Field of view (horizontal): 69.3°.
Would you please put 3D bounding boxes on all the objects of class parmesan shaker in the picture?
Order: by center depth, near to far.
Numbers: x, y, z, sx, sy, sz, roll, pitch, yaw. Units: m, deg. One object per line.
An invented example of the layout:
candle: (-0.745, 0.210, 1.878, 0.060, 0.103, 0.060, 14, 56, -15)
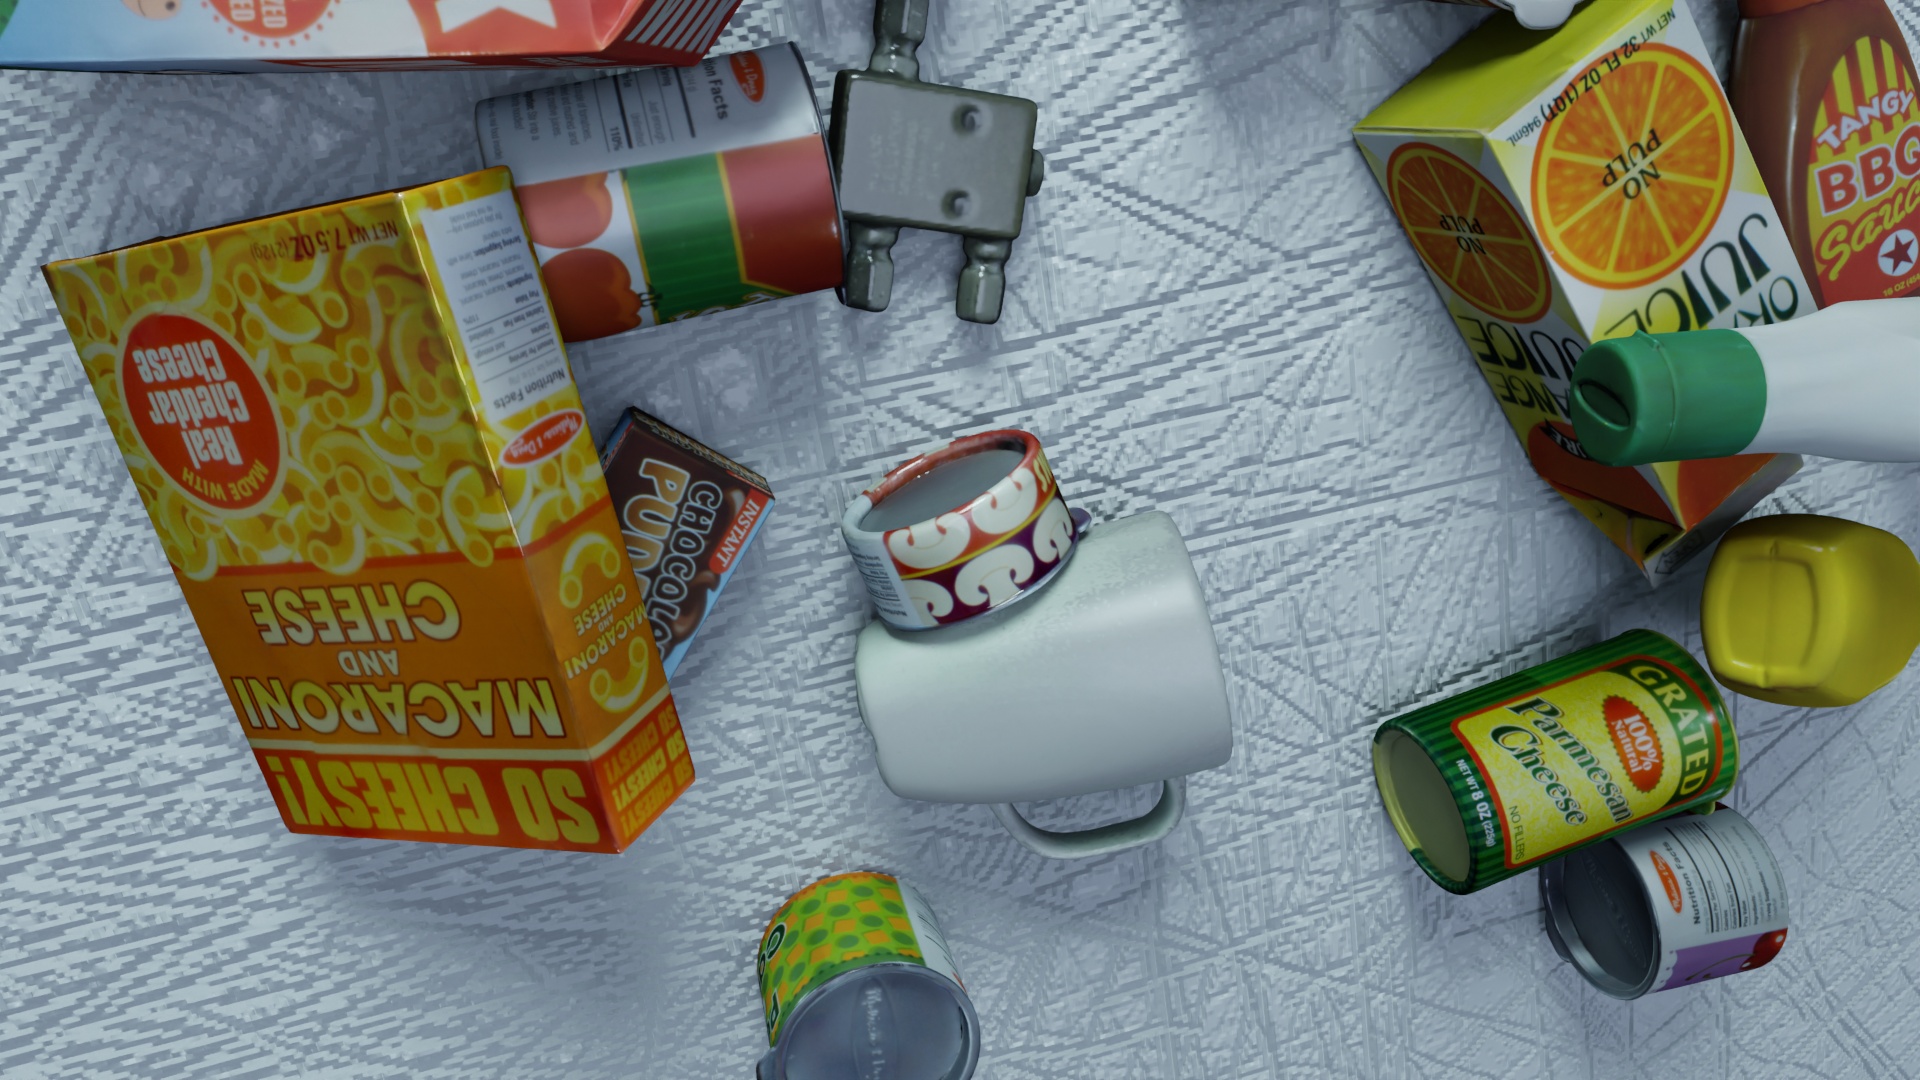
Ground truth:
parmesan shaker: (0.211, 0.081, 0.496, 0.103, 0.071, 0.071, -18, 110, -9)

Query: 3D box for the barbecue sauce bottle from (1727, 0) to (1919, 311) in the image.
barbecue sauce bottle: (0.287, -0.145, 0.463, 0.065, 0.044, 0.148, -26, 110, -5)

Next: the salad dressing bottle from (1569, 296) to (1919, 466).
salad dressing bottle: (0.252, -0.045, 0.398, 0.148, 0.064, 0.043, -4, 118, -7)

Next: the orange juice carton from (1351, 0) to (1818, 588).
orange juice carton: (0.215, -0.074, 0.449, 0.072, 0.073, 0.192, -39, 112, -2)

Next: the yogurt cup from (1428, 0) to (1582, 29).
yogurt cup: (0.158, -0.190, 0.410, 0.072, 0.054, 0.072, -4, 107, -14)

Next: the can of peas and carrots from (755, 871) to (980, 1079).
can of peas and carrots: (-0.034, 0.153, 0.459, 0.071, 0.059, 0.070, -4, 107, -13)

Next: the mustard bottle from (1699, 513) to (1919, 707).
mustard bottle: (0.316, 0.024, 0.501, 0.160, 0.049, 0.065, 1, 93, -45)

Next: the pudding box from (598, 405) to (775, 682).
pudding box: (-0.097, 0.009, 0.414, 0.049, 0.030, 0.083, 30, 97, -22)

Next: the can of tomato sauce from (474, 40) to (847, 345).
can of tomato sauce: (-0.078, -0.090, 0.372, 0.083, 0.071, 0.071, -14, 109, -10)

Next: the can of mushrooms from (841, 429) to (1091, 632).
can of mushrooms: (0.001, -0.005, 0.417, 0.071, 0.071, 0.033, -27, 110, -5)

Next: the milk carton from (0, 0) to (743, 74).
milk carton: (-0.123, -0.143, 0.310, 0.191, 0.072, 0.073, 1, 107, 5)

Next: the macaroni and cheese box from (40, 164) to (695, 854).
macaroni and cheese box: (-0.148, -0.002, 0.360, 0.123, 0.040, 0.165, -3, 112, 25)

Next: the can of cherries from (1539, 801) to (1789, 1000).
can of cherries: (0.266, 0.136, 0.532, 0.058, 0.071, 0.071, -8, 108, -13)
